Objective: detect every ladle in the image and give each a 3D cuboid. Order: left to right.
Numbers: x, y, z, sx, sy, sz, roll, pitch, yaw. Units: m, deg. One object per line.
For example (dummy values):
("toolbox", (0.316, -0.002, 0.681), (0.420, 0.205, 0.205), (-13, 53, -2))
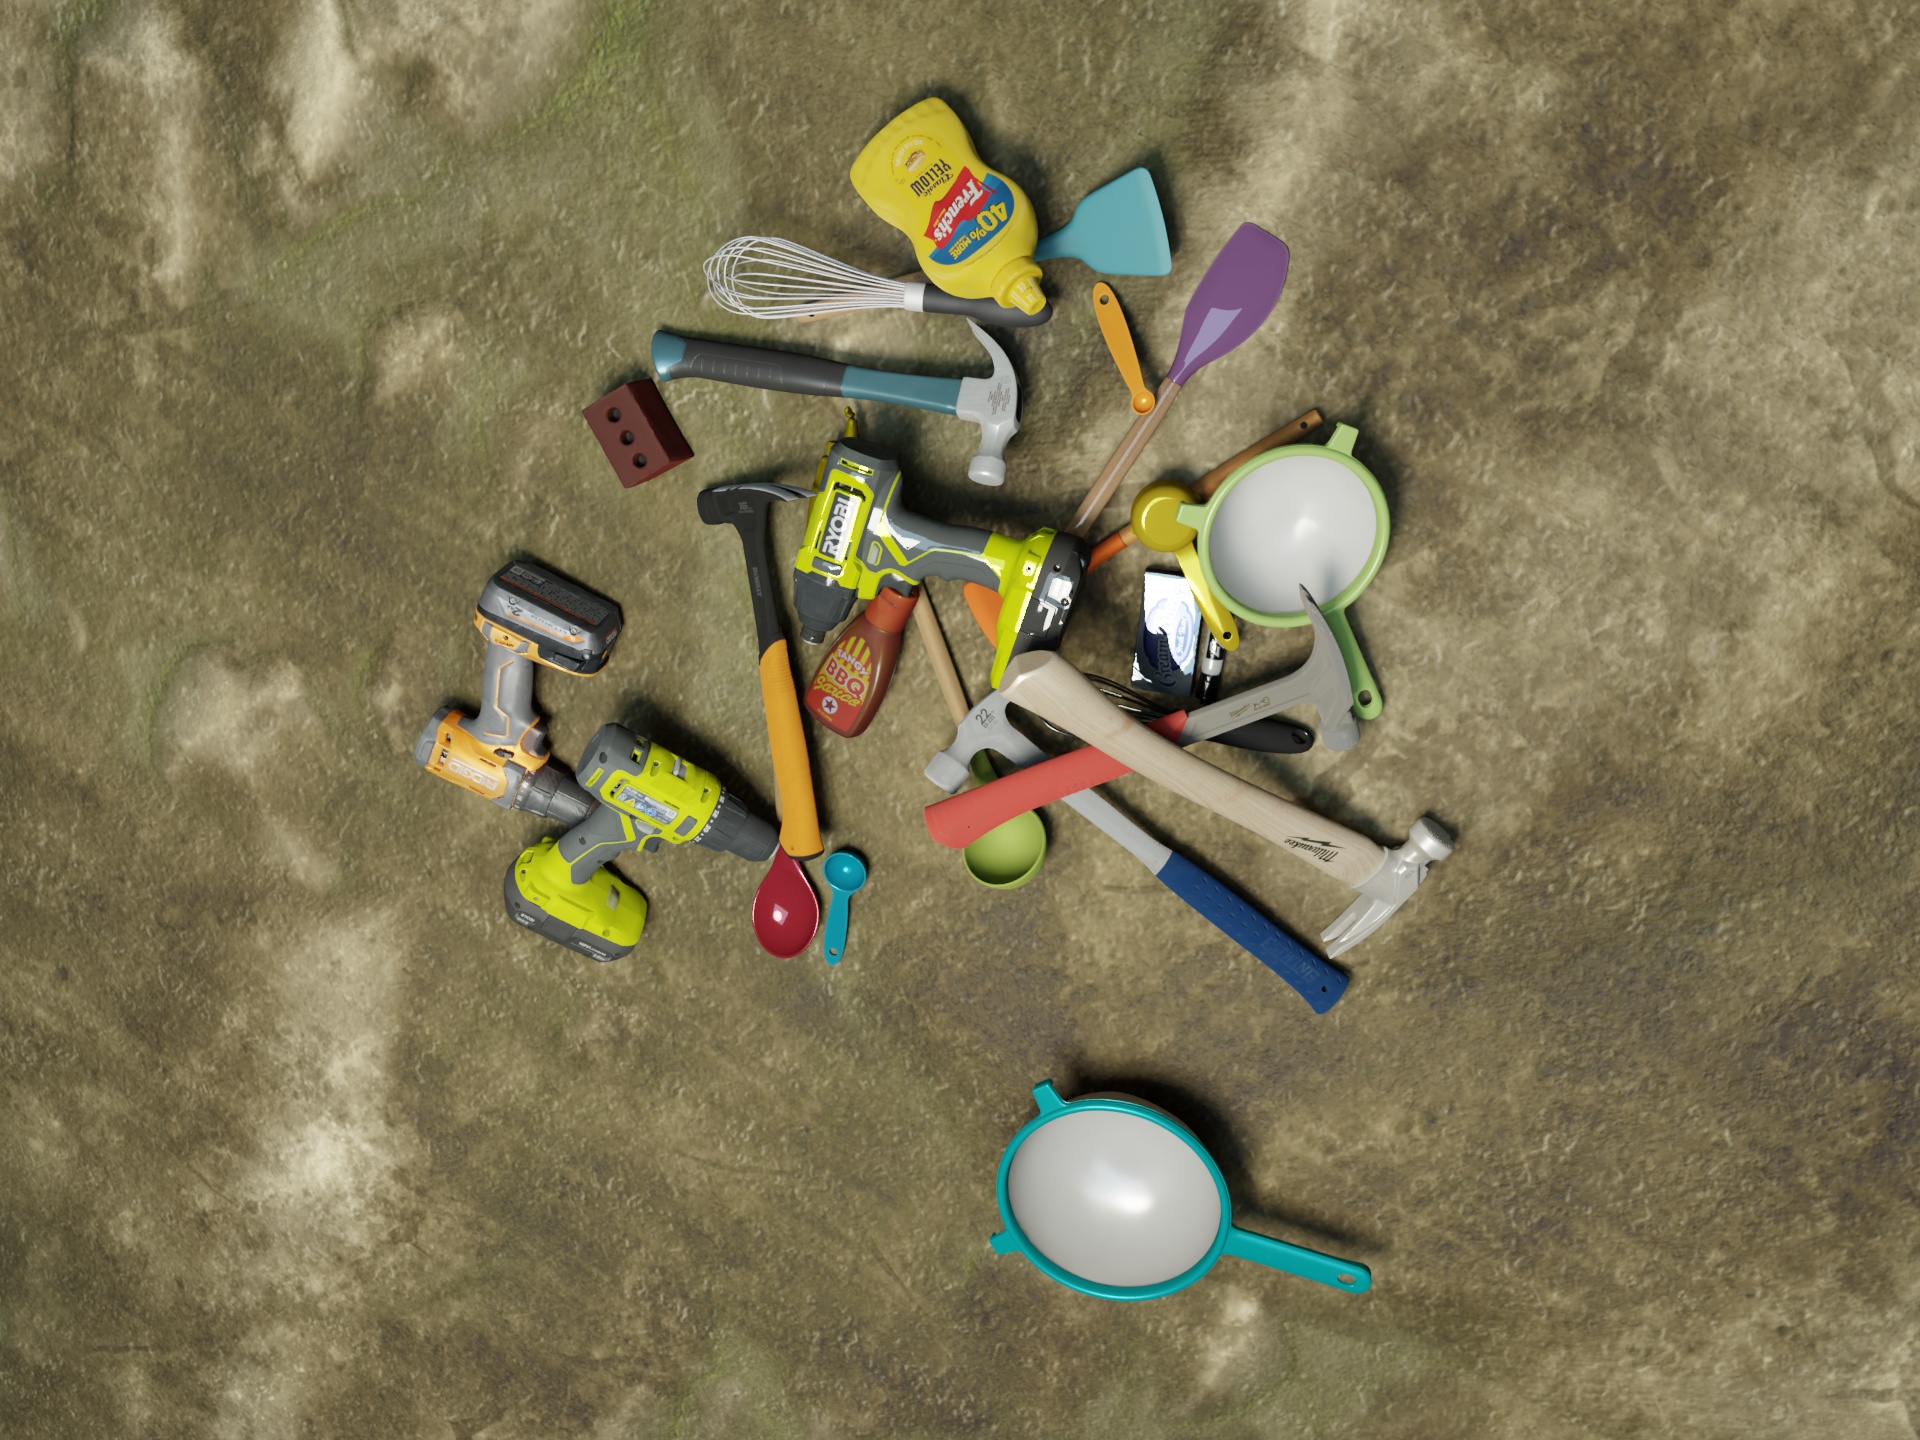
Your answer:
("ladle", (-0.164, 0.067, 1.461), (0.069, 0.031, 0.315), (4, 106, 18))
("ladle", (-0.002, -0.004, 1.383), (0.078, 0.062, 0.320), (-18, 99, 15))

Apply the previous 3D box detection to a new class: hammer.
("hammer", (-0.155, -0.039, 1.386), (0.127, 0.034, 0.336), (4, 108, 43))
("hammer", (-0.107, -0.281, 1.315), (0.331, 0.033, 0.128), (12, 82, 16))
("hammer", (0.137, 0.016, 1.286), (0.359, 0.037, 0.149), (-21, 122, 8))
("hammer", (0.170, 0.111, 1.370), (0.405, 0.035, 0.144), (38, 84, -5))
("hammer", (0.201, 0.062, 1.280), (0.410, 0.038, 0.146), (28, 117, -21))

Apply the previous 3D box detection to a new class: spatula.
("spatula", (0.010, -0.362, 1.274), (0.317, 0.044, 0.082), (-10, 113, 18))
("spatula", (0.153, -0.160, 1.303), (0.322, 0.041, 0.081), (-32, 91, 19))
("spatula", (0.158, -0.248, 1.271), (0.060, 0.018, 0.316), (35, 104, 3))

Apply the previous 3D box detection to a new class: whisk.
("whisk", (-0.067, -0.342, 1.266), (0.284, 0.070, 0.070), (8, 109, 7))
("whisk", (0.179, -0.001, 1.327), (0.239, 0.055, 0.055), (9, 110, -6))

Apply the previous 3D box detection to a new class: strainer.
("strainer", (0.205, 0.434, 1.449), (0.340, 0.095, 0.211), (16, 113, 6))
("strainer", (0.281, -0.114, 1.283), (0.151, 0.069, 0.256), (-26, 117, 9))

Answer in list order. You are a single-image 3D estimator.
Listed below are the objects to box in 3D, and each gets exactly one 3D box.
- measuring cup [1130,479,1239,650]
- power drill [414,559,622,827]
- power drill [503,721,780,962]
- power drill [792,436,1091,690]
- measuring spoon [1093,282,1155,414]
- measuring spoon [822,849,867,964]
("measuring cup", (0.189, -0.121, 1.284), (0.062, 0.029, 0.156), (-27, 104, 12))
("power drill", (-0.385, -0.011, 1.464), (0.185, 0.084, 0.226), (27, 116, -3))
("power drill", (-0.294, 0.120, 1.454), (0.190, 0.080, 0.228), (31, 123, -22))
("power drill", (-0.021, -0.111, 1.283), (0.223, 0.080, 0.171), (21, 113, 5))
("measuring spoon", (0.130, -0.296, 1.267), (0.021, 0.011, 0.117), (-24, 79, 24))
("measuring spoon", (-0.111, 0.173, 1.489), (0.042, 0.021, 0.128), (15, 119, 9))
